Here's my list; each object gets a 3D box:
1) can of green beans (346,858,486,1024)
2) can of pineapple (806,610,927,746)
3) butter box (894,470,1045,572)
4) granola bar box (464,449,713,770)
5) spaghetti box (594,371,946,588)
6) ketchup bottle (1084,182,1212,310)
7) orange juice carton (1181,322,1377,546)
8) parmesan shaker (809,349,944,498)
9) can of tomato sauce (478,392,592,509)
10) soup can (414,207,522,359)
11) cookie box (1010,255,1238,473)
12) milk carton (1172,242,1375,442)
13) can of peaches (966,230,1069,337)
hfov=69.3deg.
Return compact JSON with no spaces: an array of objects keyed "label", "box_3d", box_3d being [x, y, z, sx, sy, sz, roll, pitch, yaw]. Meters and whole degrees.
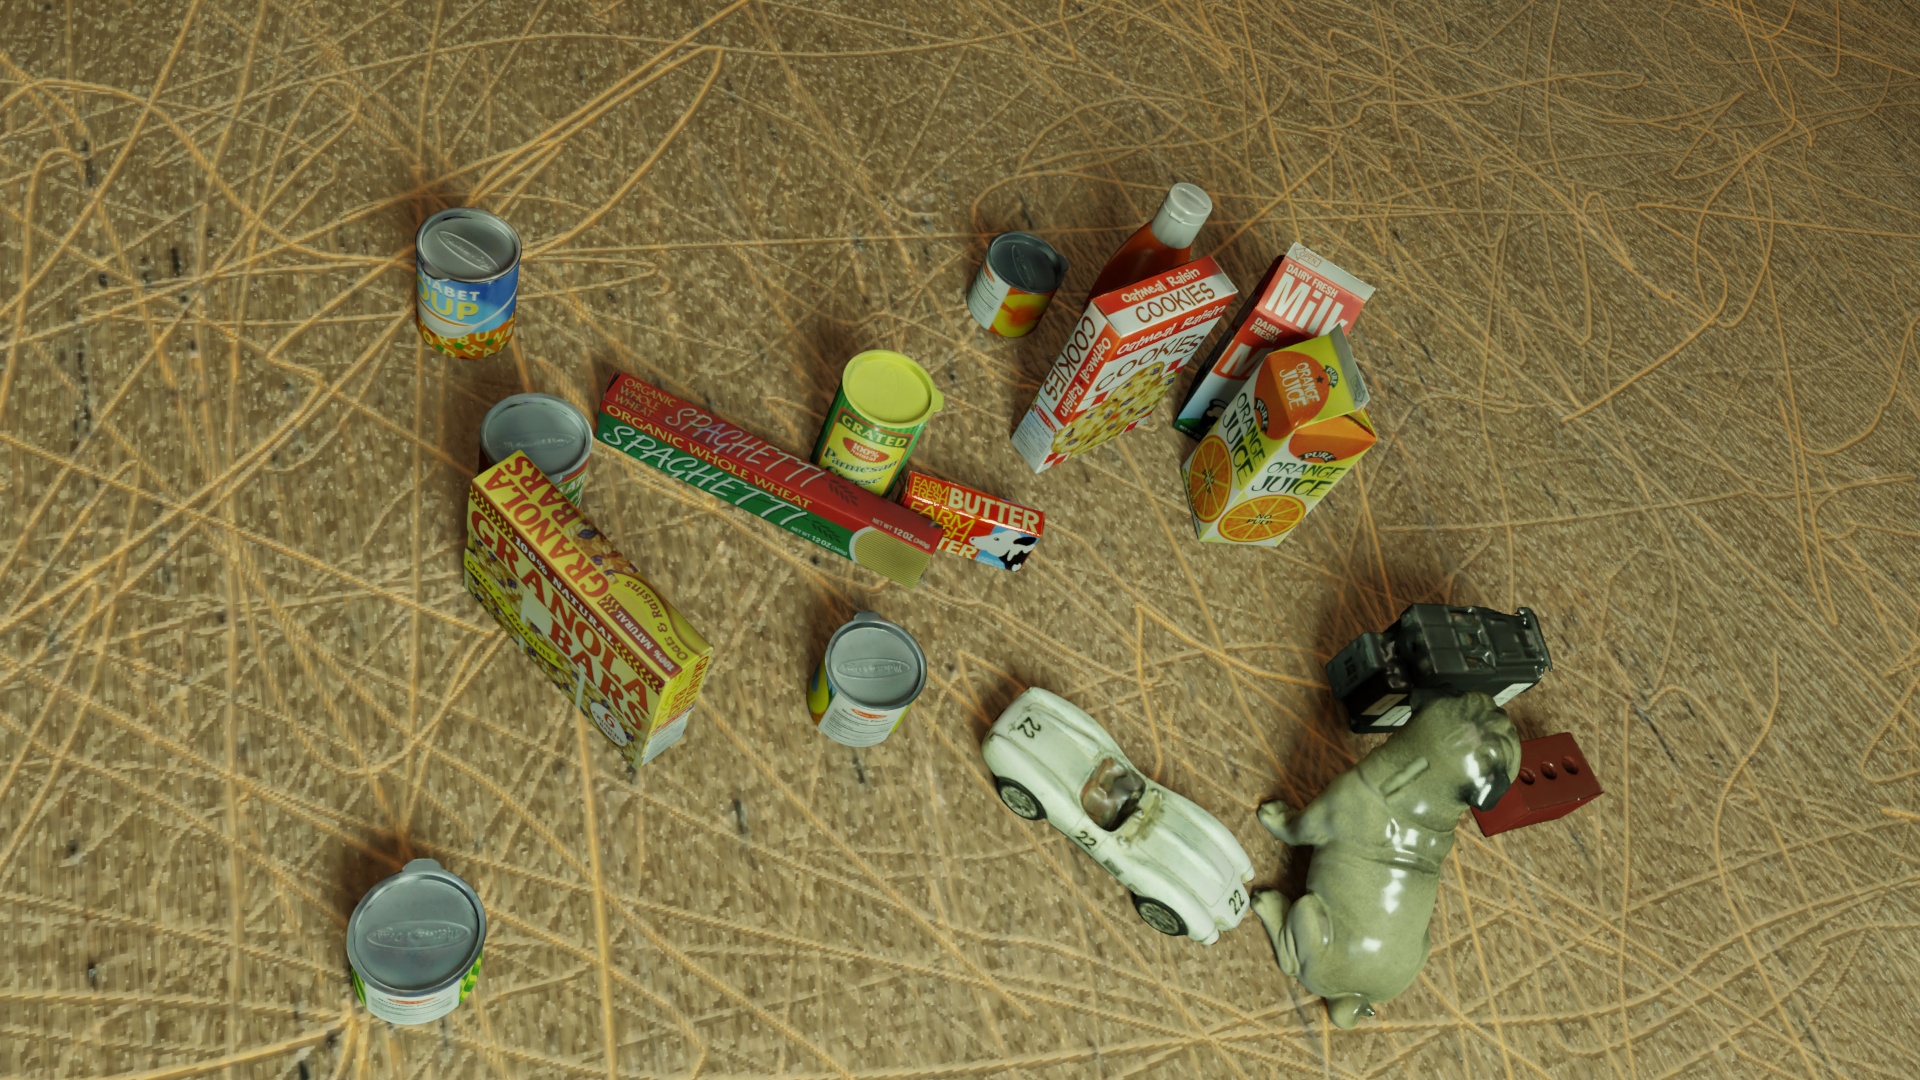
[{"label":"can of green beans","box_3d":[-0.283,0.212,0.723,0.071,0.057,0.071,10,55,-15]},{"label":"can of pineapple","box_3d":[-0.061,0.090,0.892,0.071,0.057,0.071,10,55,-15]},{"label":"butter box","box_3d":[0.004,-0.012,0.989,0.103,0.052,0.024,17,54,-10]},{"label":"granola bar box","box_3d":[-0.224,0.044,0.817,0.166,0.123,0.039,44,54,10]},{"label":"spaghetti box","box_3d":[-0.133,-0.040,0.956,0.250,0.050,0.029,26,52,-4]},{"label":"ketchup bottle","box_3d":[0.156,-0.225,1.131,0.065,0.148,0.044,38,53,5]},{"label":"orange juice carton","box_3d":[0.243,-0.076,1.038,0.073,0.191,0.072,4,57,-19]},{"label":"parmesan shaker","box_3d":[-0.060,-0.075,0.975,0.071,0.102,0.071,10,55,-15]},{"label":"can of tomato sauce","box_3d":[-0.271,-0.041,0.882,0.071,0.082,0.071,10,55,-15]},{"label":"soup can","box_3d":[-0.337,-0.172,0.943,0.071,0.083,0.072,10,55,-15]},{"label":"cookie box","box_3d":[0.119,-0.131,1.042,0.123,0.166,0.040,-26,70,-33]},{"label":"milk carton","box_3d":[0.246,-0.151,1.090,0.072,0.189,0.074,30,52,-1]},{"label":"can of peaches","box_3d":[0.046,-0.208,1.134,0.071,0.057,0.071,10,55,-15]}]
